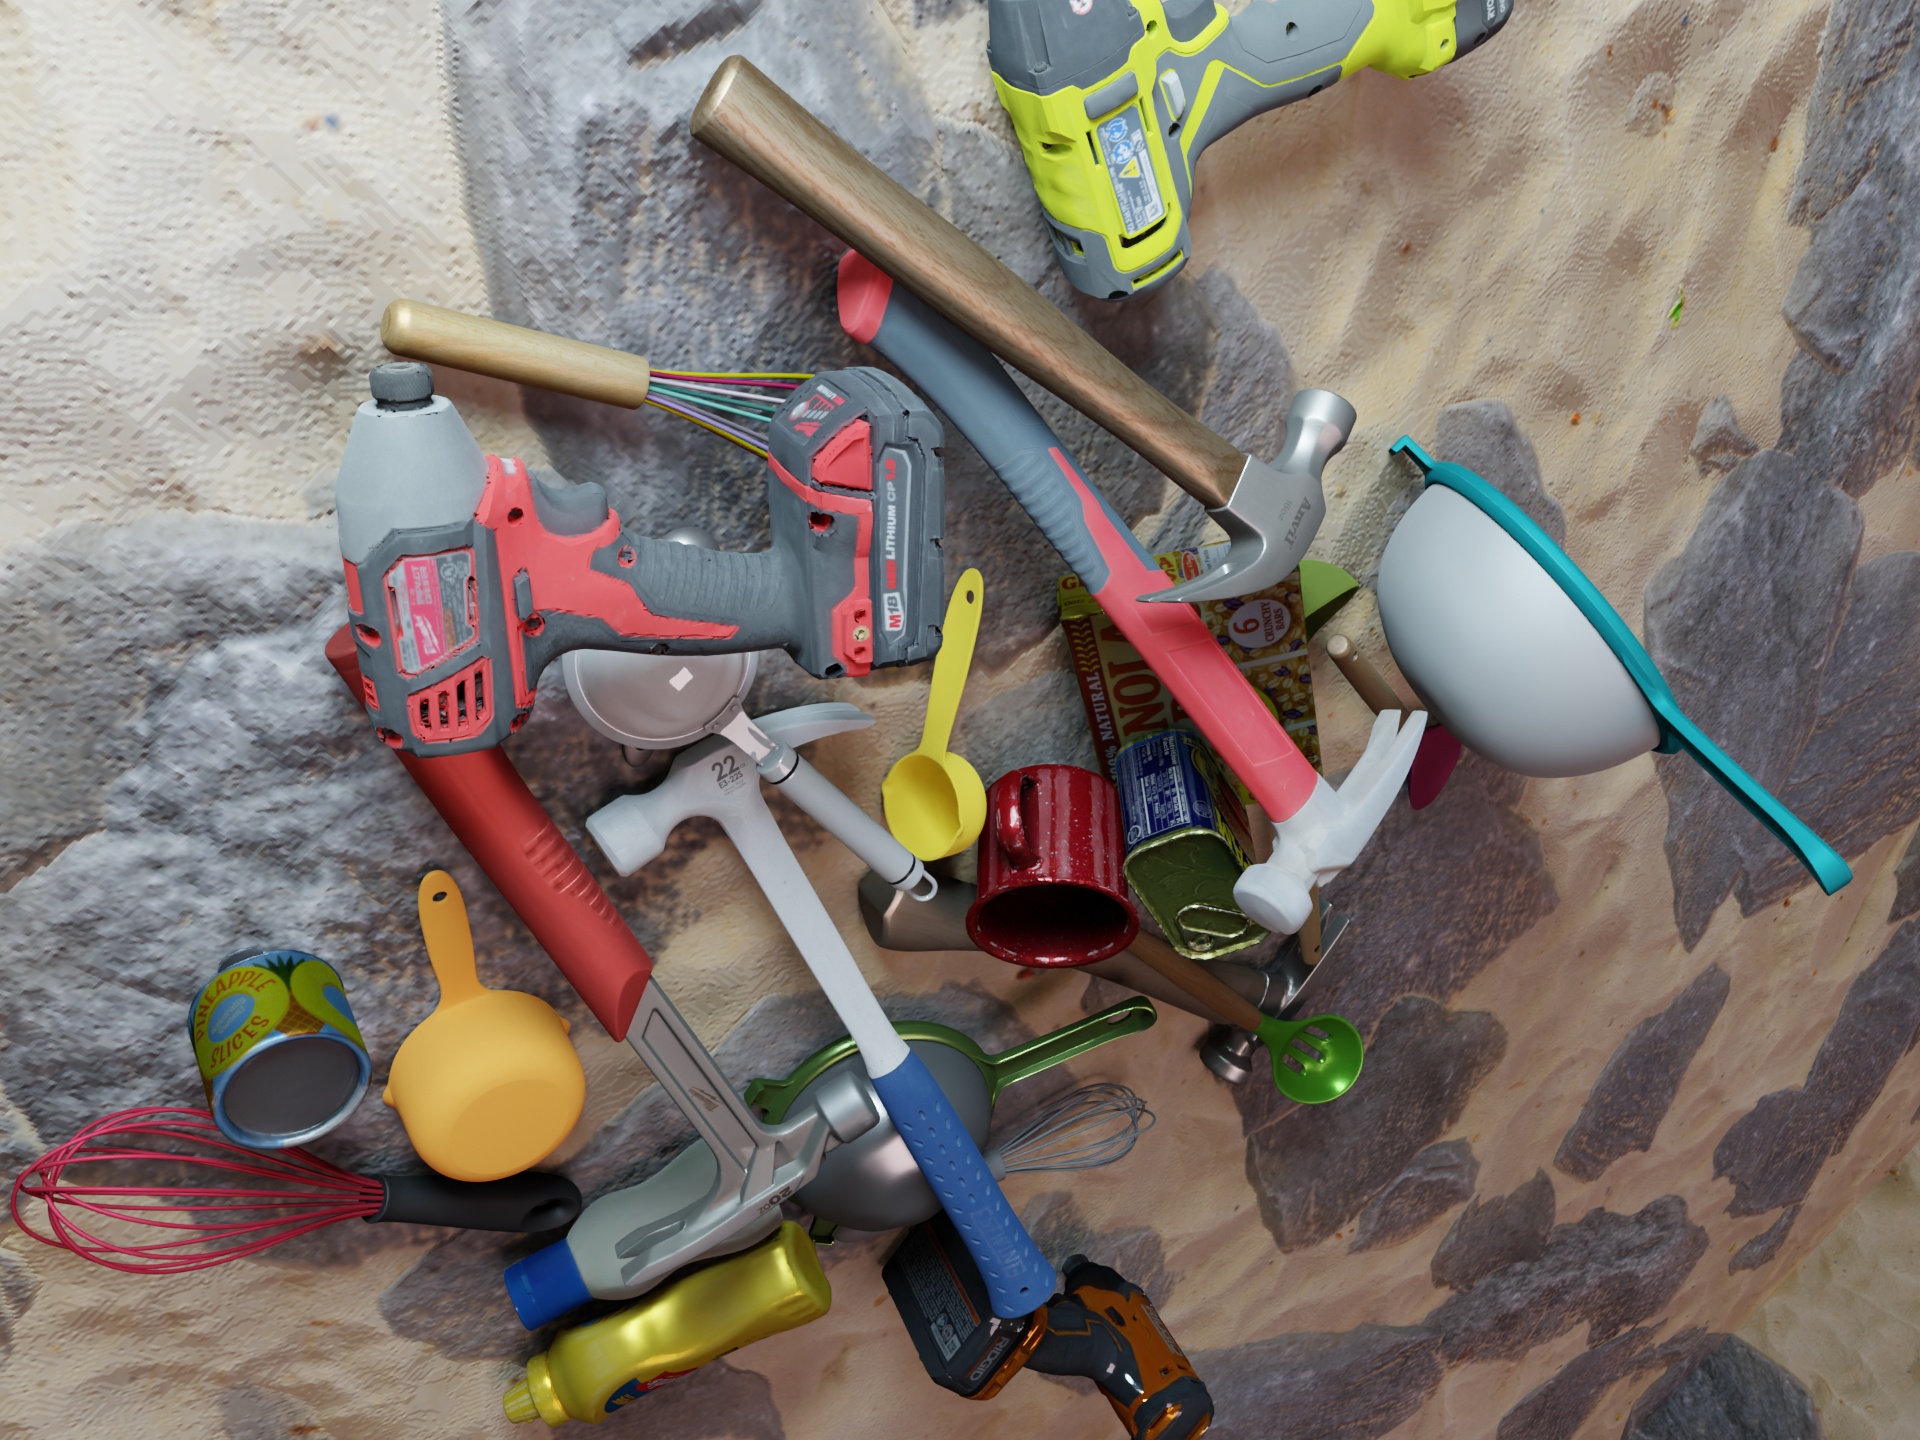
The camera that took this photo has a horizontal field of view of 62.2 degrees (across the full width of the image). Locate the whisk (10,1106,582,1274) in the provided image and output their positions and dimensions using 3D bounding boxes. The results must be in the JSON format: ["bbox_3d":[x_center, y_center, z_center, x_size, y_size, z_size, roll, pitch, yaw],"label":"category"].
[{"bbox_3d":[-0.297,0.227,0.759,0.295,0.073,0.073,24,104,-50],"label":"whisk"}]

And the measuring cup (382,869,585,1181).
[{"bbox_3d":[-0.228,0.149,0.753,0.095,0.052,0.173,-19,132,-25],"label":"measuring cup"}]

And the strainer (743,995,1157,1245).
[{"bbox_3d":[0.009,0.236,0.947,0.256,0.069,0.151,-22,126,-8],"label":"strainer"}]

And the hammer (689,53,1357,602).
[{"bbox_3d":[0.032,-0.157,0.665,0.331,0.031,0.130,30,77,-27],"label":"hammer"}]

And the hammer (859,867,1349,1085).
[{"bbox_3d":[0.099,0.139,1.001,0.410,0.038,0.146,23,103,-43],"label":"hammer"}]

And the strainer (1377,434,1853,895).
[{"bbox_3d":[0.326,-0.002,0.865,0.095,0.341,0.210,-38,130,9],"label":"strainer"}]

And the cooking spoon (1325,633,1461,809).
[{"bbox_3d":[0.276,0.000,1.001,0.069,0.017,0.318,-59,149,0],"label":"cooking spoon"}]

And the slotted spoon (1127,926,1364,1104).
[{"bbox_3d":[0.182,0.188,1.052,0.070,0.031,0.313,-52,133,2],"label":"slotted spoon"}]

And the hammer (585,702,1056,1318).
[{"bbox_3d":[-0.037,0.171,0.848,0.144,0.035,0.405,-34,118,-15],"label":"hammer"}]

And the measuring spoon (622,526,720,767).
[{"bbox_3d":[-0.133,-0.029,0.722,0.034,0.018,0.124,-1,121,-36],"label":"measuring spoon"}]

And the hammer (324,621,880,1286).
[{"bbox_3d":[-0.175,0.106,0.717,0.149,0.037,0.358,-32,121,-7],"label":"hammer"}]

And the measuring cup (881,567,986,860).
[{"bbox_3d":[-0.001,-0.003,0.823,0.029,0.062,0.156,-4,112,-46],"label":"measuring cup"}]

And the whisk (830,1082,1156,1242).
[{"bbox_3d":[0.025,0.295,1.051,0.239,0.055,0.055,-16,128,-23],"label":"whisk"}]

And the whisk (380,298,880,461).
[{"bbox_3d":[-0.112,-0.129,0.651,0.244,0.051,0.047,7,121,-36],"label":"whisk"}]

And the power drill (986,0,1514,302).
[{"bbox_3d":[0.119,-0.305,0.674,0.223,0.080,0.171,-34,135,-7],"label":"power drill"}]

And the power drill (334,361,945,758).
[{"bbox_3d":[-0.121,-0.072,0.607,0.219,0.079,0.143,-10,117,-20],"label":"power drill"}]

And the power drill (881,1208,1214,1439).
[{"bbox_3d":[0.058,0.407,1.094,0.226,0.164,0.084,33,98,-33],"label":"power drill"}]

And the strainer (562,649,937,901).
[{"bbox_3d":[-0.088,0.014,0.729,0.087,0.050,0.258,-46,125,0],"label":"strainer"}]

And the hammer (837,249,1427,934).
[{"bbox_3d":[0.086,-0.076,0.744,0.386,0.038,0.143,49,67,-23],"label":"hammer"}]

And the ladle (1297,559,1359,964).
[{"bbox_3d":[0.215,0.040,0.981,0.078,0.062,0.319,-31,129,-23],"label":"ladle"}]
